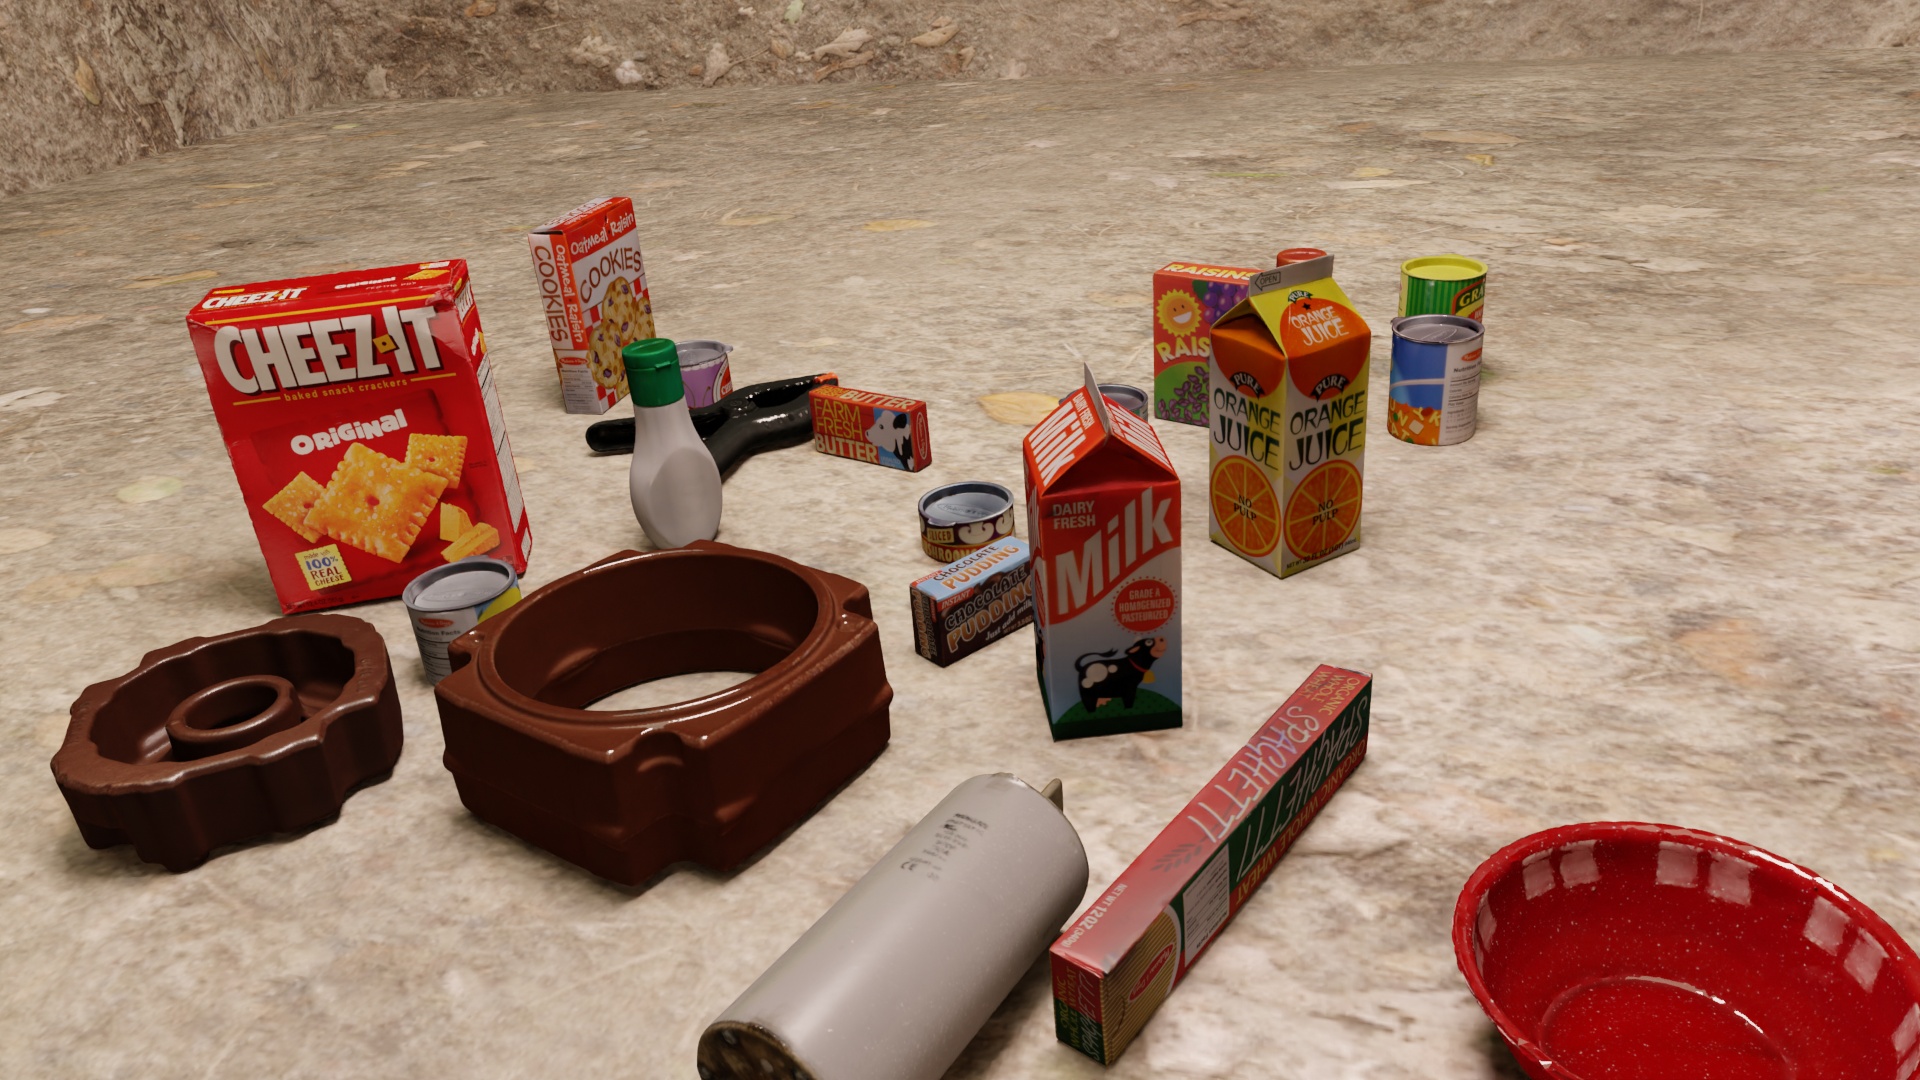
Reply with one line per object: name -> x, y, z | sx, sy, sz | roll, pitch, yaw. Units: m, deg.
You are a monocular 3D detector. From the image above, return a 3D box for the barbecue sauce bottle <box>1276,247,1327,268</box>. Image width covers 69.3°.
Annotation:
barbecue sauce bottle -> 0.254, -0.142, 1.041 | 0.065, 0.147, 0.044 | 4, 28, 18

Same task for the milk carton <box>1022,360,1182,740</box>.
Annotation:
milk carton -> 0.074, 0.005, 0.733 | 0.073, 0.189, 0.072 | -6, 27, -2

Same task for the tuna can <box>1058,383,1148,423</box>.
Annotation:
tuna can -> 0.114, -0.098, 1.103 | 0.071, 0.032, 0.071 | -4, 27, 2

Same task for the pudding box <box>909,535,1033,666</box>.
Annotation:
pudding box -> 0.010, 0.035, 0.839 | 0.084, 0.049, 0.030 | -24, 33, -34

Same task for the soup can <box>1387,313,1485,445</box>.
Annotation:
soup can -> 0.358, -0.123, 1.057 | 0.071, 0.083, 0.071 | -4, 27, 2

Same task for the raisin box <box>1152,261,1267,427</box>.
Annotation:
raisin box -> 0.198, -0.154, 1.100 | 0.086, 0.122, 0.040 | 14, 32, 33

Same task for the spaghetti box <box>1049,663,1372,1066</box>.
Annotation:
spaghetti box -> 0.122, 0.134, 0.627 | 0.029, 0.050, 0.251 | 16, 33, 35

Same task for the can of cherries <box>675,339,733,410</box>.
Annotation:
can of cherries -> -0.229, -0.137, 1.208 | 0.071, 0.058, 0.072 | -4, 27, 2

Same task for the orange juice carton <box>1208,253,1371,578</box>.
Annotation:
orange juice carton -> 0.208, -0.082, 0.881 | 0.072, 0.191, 0.073 | -19, 30, -25

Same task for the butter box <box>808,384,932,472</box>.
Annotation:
butter box -> -0.072, -0.089, 1.095 | 0.103, 0.053, 0.024 | 14, 32, 32

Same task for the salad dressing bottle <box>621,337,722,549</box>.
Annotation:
salad dressing bottle -> -0.204, -0.066, 0.966 | 0.064, 0.147, 0.044 | -23, 32, -32

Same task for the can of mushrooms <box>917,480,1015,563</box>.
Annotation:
can of mushrooms -> 0.003, -0.012, 0.951 | 0.071, 0.033, 0.071 | -4, 27, 2

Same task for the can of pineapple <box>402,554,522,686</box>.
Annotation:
can of pineapple -> -0.300, 0.050, 0.852 | 0.071, 0.057, 0.071 | -4, 27, 2

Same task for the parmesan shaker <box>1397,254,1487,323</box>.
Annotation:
parmesan shaker -> 0.390, -0.173, 1.129 | 0.071, 0.102, 0.071 | -4, 27, 2

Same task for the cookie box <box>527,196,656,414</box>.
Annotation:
cookie box -> -0.326, -0.214, 1.257 | 0.040, 0.166, 0.123 | 3, 28, 15
